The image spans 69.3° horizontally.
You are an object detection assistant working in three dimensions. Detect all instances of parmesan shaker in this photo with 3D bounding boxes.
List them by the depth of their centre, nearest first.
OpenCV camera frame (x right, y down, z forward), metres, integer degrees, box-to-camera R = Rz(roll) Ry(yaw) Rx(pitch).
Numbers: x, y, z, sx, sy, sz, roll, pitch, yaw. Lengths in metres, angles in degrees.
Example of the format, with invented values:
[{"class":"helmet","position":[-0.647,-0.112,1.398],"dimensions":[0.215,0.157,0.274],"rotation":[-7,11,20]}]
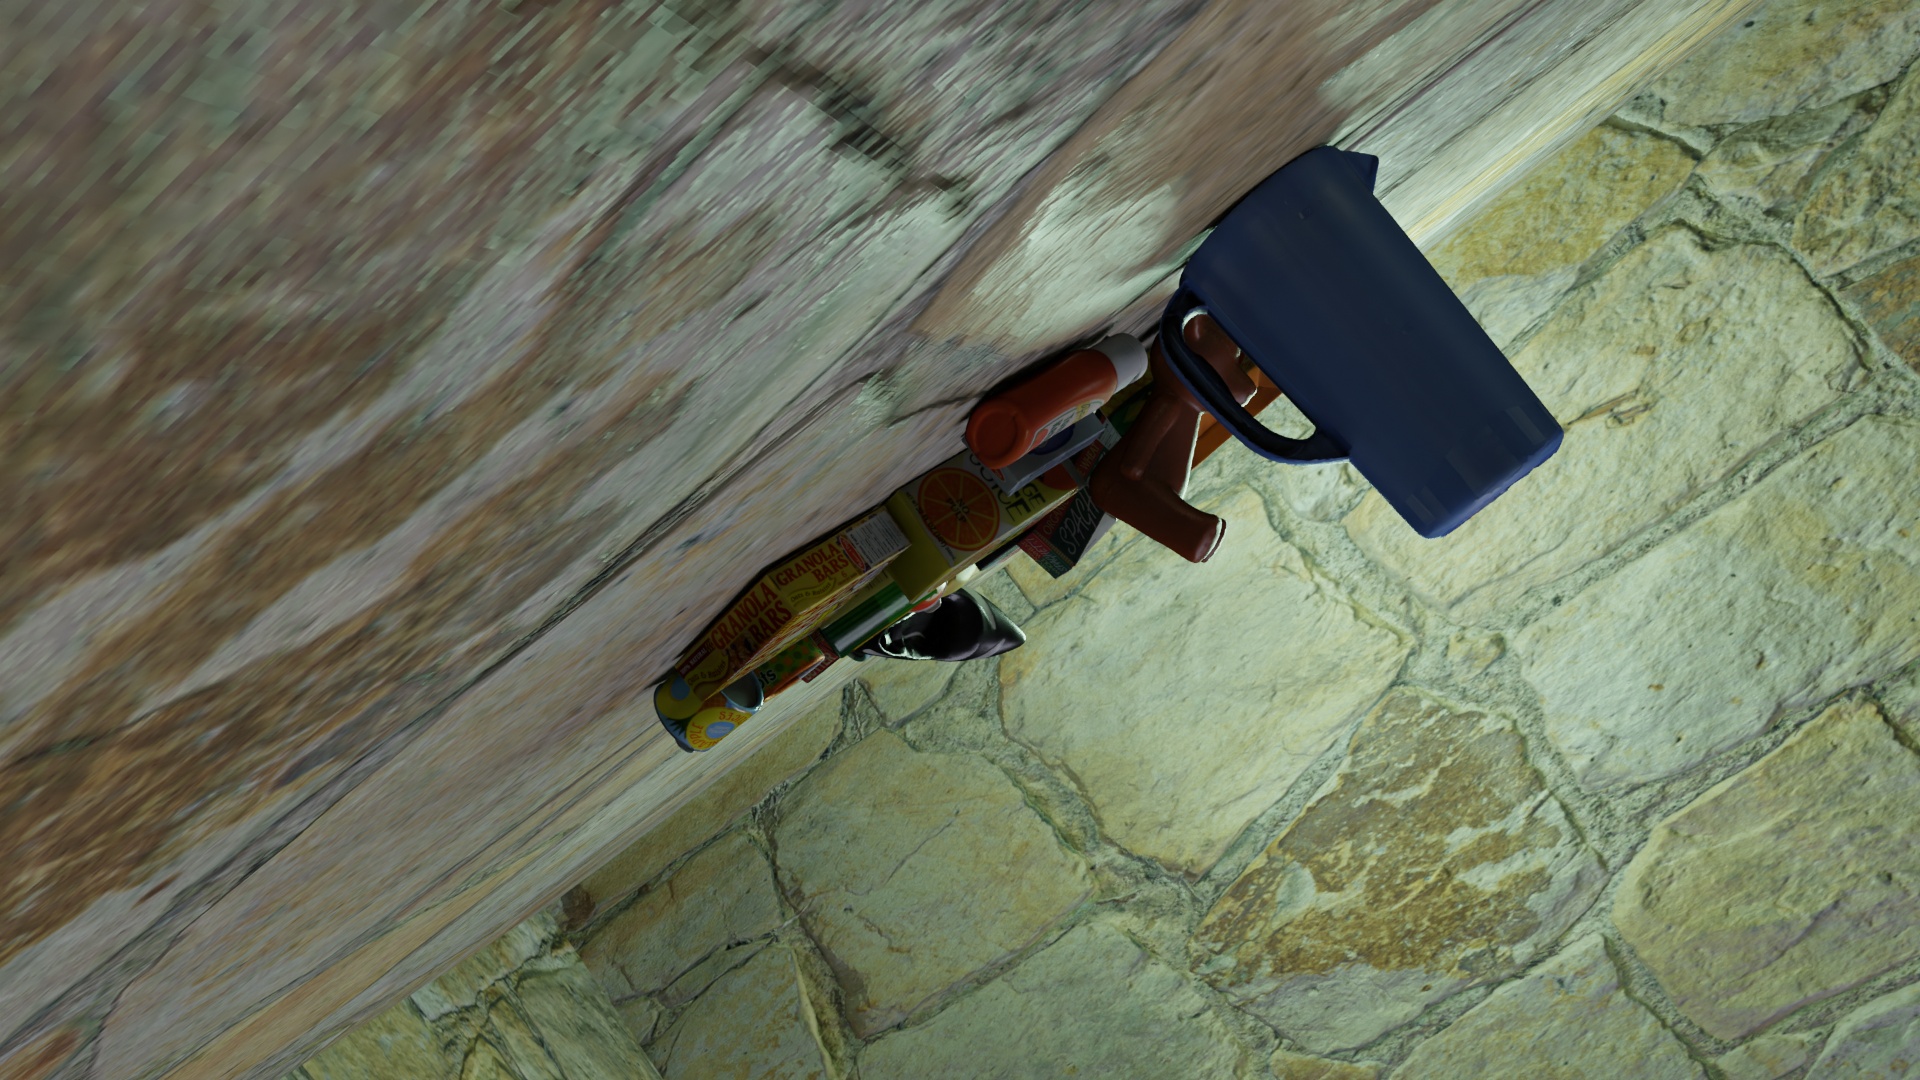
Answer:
[{"class":"parmesan shaker","position":[-0.081,0.046,1.203],"dimensions":[0.103,0.071,0.071],"rotation":[-35,175,-10]}]

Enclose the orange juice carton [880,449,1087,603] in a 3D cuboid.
[{"class":"orange juice carton","position":[0.021,-0.034,1.085],"dimensions":[0.193,0.072,0.072],"rotation":[-32,174,-38]}]

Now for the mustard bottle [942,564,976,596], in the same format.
[{"class":"mustard bottle","position":[-0.012,0.014,1.431],"dimensions":[0.048,0.065,0.161],"rotation":[-31,-177,17]}]

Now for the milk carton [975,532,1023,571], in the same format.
[{"class":"milk carton","position":[0.041,-0.025,1.320],"dimensions":[0.072,0.073,0.191],"rotation":[-36,176,9]}]

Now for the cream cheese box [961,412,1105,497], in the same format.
[{"class":"cream cheese box","position":[0.054,-0.076,1.004],"dimensions":[0.104,0.053,0.024],"rotation":[-33,173,-38]}]

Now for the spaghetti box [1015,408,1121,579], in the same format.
[{"class":"spaghetti box","position":[0.118,-0.059,1.254],"dimensions":[0.028,0.050,0.251],"rotation":[-41,-169,44]}]

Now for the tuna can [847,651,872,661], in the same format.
[{"class":"tuna can","position":[-0.108,0.093,1.475],"dimensions":[0.033,0.071,0.070],"rotation":[-33,174,-31]}]

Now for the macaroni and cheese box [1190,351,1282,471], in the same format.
[{"class":"macaroni and cheese box","position":[0.234,-0.145,1.290],"dimensions":[0.123,0.040,0.167],"rotation":[-42,-161,23]}]

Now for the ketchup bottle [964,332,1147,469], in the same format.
[{"class":"ketchup bottle","position":[0.070,-0.100,0.942],"dimensions":[0.149,0.043,0.064],"rotation":[-33,175,-39]}]

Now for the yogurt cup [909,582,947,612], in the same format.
[{"class":"yogurt cup","position":[-0.048,0.031,1.309],"dimensions":[0.072,0.072,0.054],"rotation":[-36,168,-1]}]

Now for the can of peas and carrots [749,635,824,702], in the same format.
[{"class":"can of peas and carrots","position":[-0.157,0.095,1.154],"dimensions":[0.071,0.059,0.071],"rotation":[-36,175,-3]}]

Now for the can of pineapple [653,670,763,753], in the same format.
[{"class":"can of pineapple","position":[-0.198,0.126,1.098],"dimensions":[0.057,0.071,0.071],"rotation":[-39,175,18]}]

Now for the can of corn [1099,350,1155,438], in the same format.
[{"class":"can of corn","position":[0.159,-0.128,1.234],"dimensions":[0.071,0.058,0.071],"rotation":[-36,175,-3]}]

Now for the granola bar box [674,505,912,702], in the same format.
[{"class":"granola bar box","position":[-0.125,0.047,1.026],"dimensions":[0.125,0.039,0.164],"rotation":[-33,175,-44]}]

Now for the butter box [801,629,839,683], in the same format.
[{"class":"butter box","position":[-0.120,0.081,1.275],"dimensions":[0.053,0.024,0.104],"rotation":[-39,-161,33]}]
